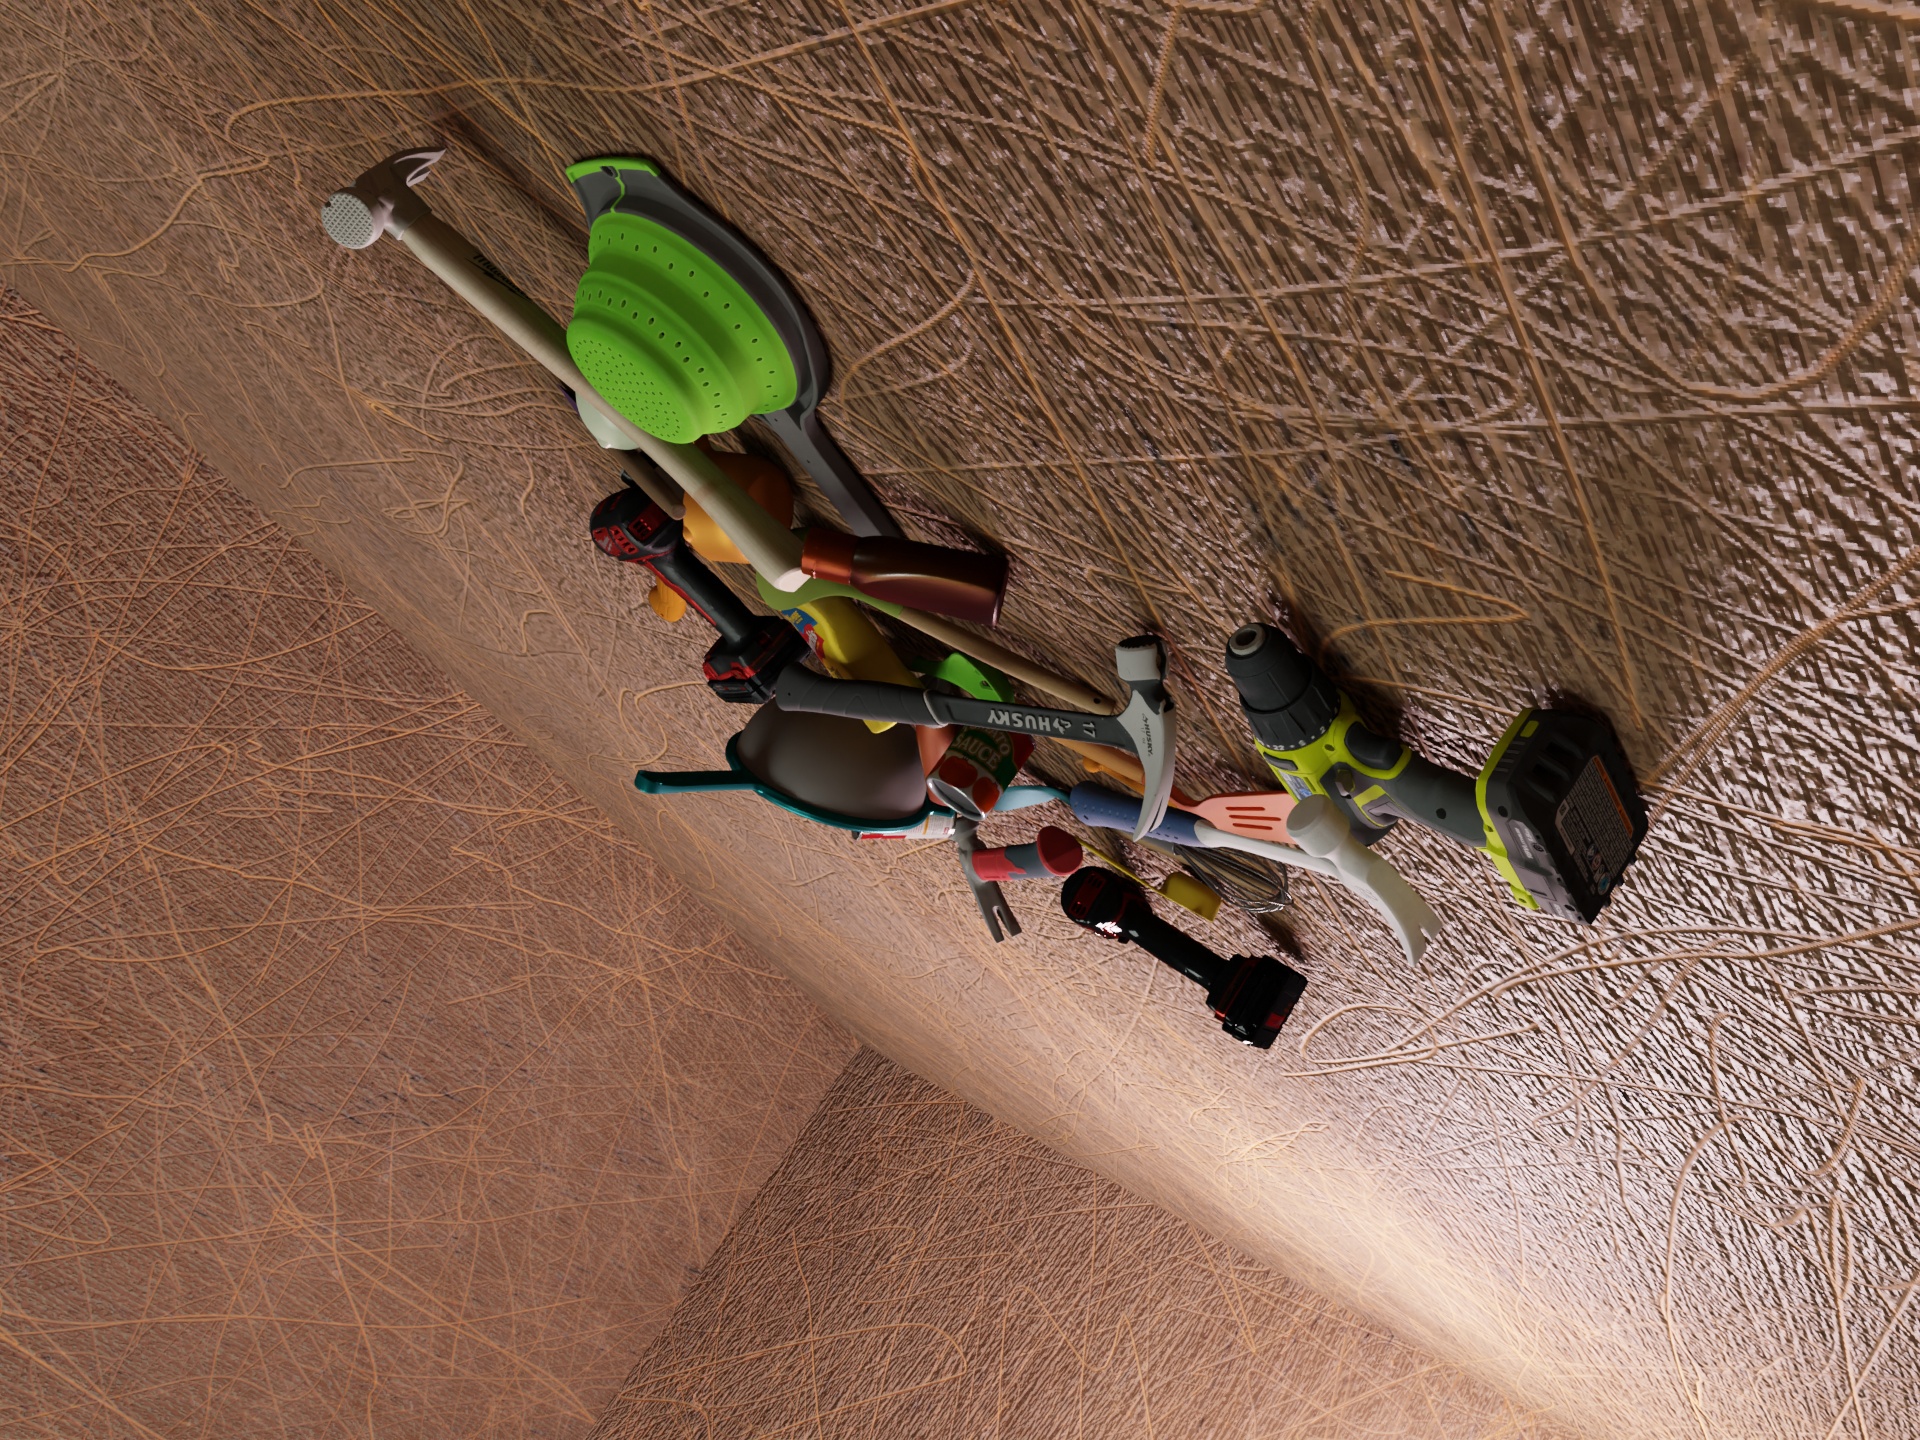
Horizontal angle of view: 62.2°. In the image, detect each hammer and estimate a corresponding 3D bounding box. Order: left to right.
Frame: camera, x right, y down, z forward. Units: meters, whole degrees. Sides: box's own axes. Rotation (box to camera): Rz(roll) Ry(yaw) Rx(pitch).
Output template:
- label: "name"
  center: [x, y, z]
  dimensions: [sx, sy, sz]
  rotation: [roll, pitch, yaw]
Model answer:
- label: "hammer"
  center: [-0.259, -0.247, 1.155]
  dimensions: [0.410, 0.146, 0.038]
  rotation: [42, 120, -18]
- label: "hammer"
  center: [-0.277, -0.156, 1.573]
  dimensions: [0.127, 0.034, 0.337]
  rotation: [38, 162, -1]
- label: "hammer"
  center: [-0.002, -0.004, 1.242]
  dimensions: [0.409, 0.036, 0.149]
  rotation: [7, 114, 42]
- label: "hammer"
  center: [0.059, 0.153, 1.555]
  dimensions: [0.143, 0.038, 0.386]
  rotation: [67, 167, 1]
- label: "hammer"
  center: [0.190, 0.089, 1.167]
  dimensions: [0.144, 0.035, 0.406]
  rotation: [43, 168, -19]

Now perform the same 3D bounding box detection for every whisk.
- label: "whisk"
  center: [0.185, 0.105, 1.358]
  dimensions: [0.239, 0.055, 0.055]
  rotation: [26, 160, 42]

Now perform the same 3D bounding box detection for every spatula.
- label: "spatula"
  center: [-0.276, -0.219, 1.299]
  dimensions: [0.059, 0.018, 0.316]
  rotation: [47, 178, -37]
- label: "spatula"
  center: [0.143, 0.106, 1.440]
  dimensions: [0.318, 0.044, 0.082]
  rotation: [21, 177, 35]
- label: "spatula"
  center: [0.139, 0.029, 1.292]
  dimensions: [0.323, 0.041, 0.080]
  rotation: [28, 162, 36]

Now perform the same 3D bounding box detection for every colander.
- label: "colander"
  center: [-0.156, -0.206, 1.123]
  dimensions: [0.205, 0.094, 0.396]
  rotation: [17, 154, 46]

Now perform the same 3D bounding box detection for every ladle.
- label: "ladle"
  center: [-0.023, -0.071, 1.286]
  dimensions: [0.320, 0.078, 0.062]
  rotation: [26, 157, 10]

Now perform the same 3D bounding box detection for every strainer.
- label: "strainer"
  center: [-0.158, 0.021, 1.508]
  dimensions: [0.211, 0.095, 0.340]
  rotation: [34, -158, 36]

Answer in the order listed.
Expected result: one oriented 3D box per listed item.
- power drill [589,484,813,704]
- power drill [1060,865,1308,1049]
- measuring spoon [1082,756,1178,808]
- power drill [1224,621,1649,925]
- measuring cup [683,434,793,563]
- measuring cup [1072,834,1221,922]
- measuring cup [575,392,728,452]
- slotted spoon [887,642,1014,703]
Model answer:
- label: "power drill"
  center: [-0.243, -0.117, 1.428]
  dimensions: [0.219, 0.078, 0.143]
  rotation: [49, 160, -21]
- label: "power drill"
  center: [0.212, 0.219, 1.516]
  dimensions: [0.227, 0.080, 0.187]
  rotation: [30, 179, 25]
- label: "measuring spoon"
  center: [0.153, 0.061, 1.358]
  dimensions: [0.117, 0.011, 0.021]
  rotation: [29, 161, 21]
- label: "power drill"
  center: [0.271, 0.025, 0.949]
  dimensions: [0.229, 0.080, 0.190]
  rotation: [20, 157, 49]
- label: "measuring cup"
  center: [-0.179, -0.201, 1.234]
  dimensions: [0.052, 0.095, 0.173]
  rotation: [12, 132, 30]
- label: "measuring cup"
  center: [0.171, 0.134, 1.444]
  dimensions: [0.156, 0.029, 0.062]
  rotation: [32, 177, -12]
- label: "measuring cup"
  center: [-0.221, -0.232, 1.250]
  dimensions: [0.167, 0.083, 0.038]
  rotation: [29, 157, -34]
- label: "slotted spoon"
  center: [-0.055, -0.058, 1.422]
  dimensions: [0.314, 0.031, 0.070]
  rotation: [20, 149, 47]
